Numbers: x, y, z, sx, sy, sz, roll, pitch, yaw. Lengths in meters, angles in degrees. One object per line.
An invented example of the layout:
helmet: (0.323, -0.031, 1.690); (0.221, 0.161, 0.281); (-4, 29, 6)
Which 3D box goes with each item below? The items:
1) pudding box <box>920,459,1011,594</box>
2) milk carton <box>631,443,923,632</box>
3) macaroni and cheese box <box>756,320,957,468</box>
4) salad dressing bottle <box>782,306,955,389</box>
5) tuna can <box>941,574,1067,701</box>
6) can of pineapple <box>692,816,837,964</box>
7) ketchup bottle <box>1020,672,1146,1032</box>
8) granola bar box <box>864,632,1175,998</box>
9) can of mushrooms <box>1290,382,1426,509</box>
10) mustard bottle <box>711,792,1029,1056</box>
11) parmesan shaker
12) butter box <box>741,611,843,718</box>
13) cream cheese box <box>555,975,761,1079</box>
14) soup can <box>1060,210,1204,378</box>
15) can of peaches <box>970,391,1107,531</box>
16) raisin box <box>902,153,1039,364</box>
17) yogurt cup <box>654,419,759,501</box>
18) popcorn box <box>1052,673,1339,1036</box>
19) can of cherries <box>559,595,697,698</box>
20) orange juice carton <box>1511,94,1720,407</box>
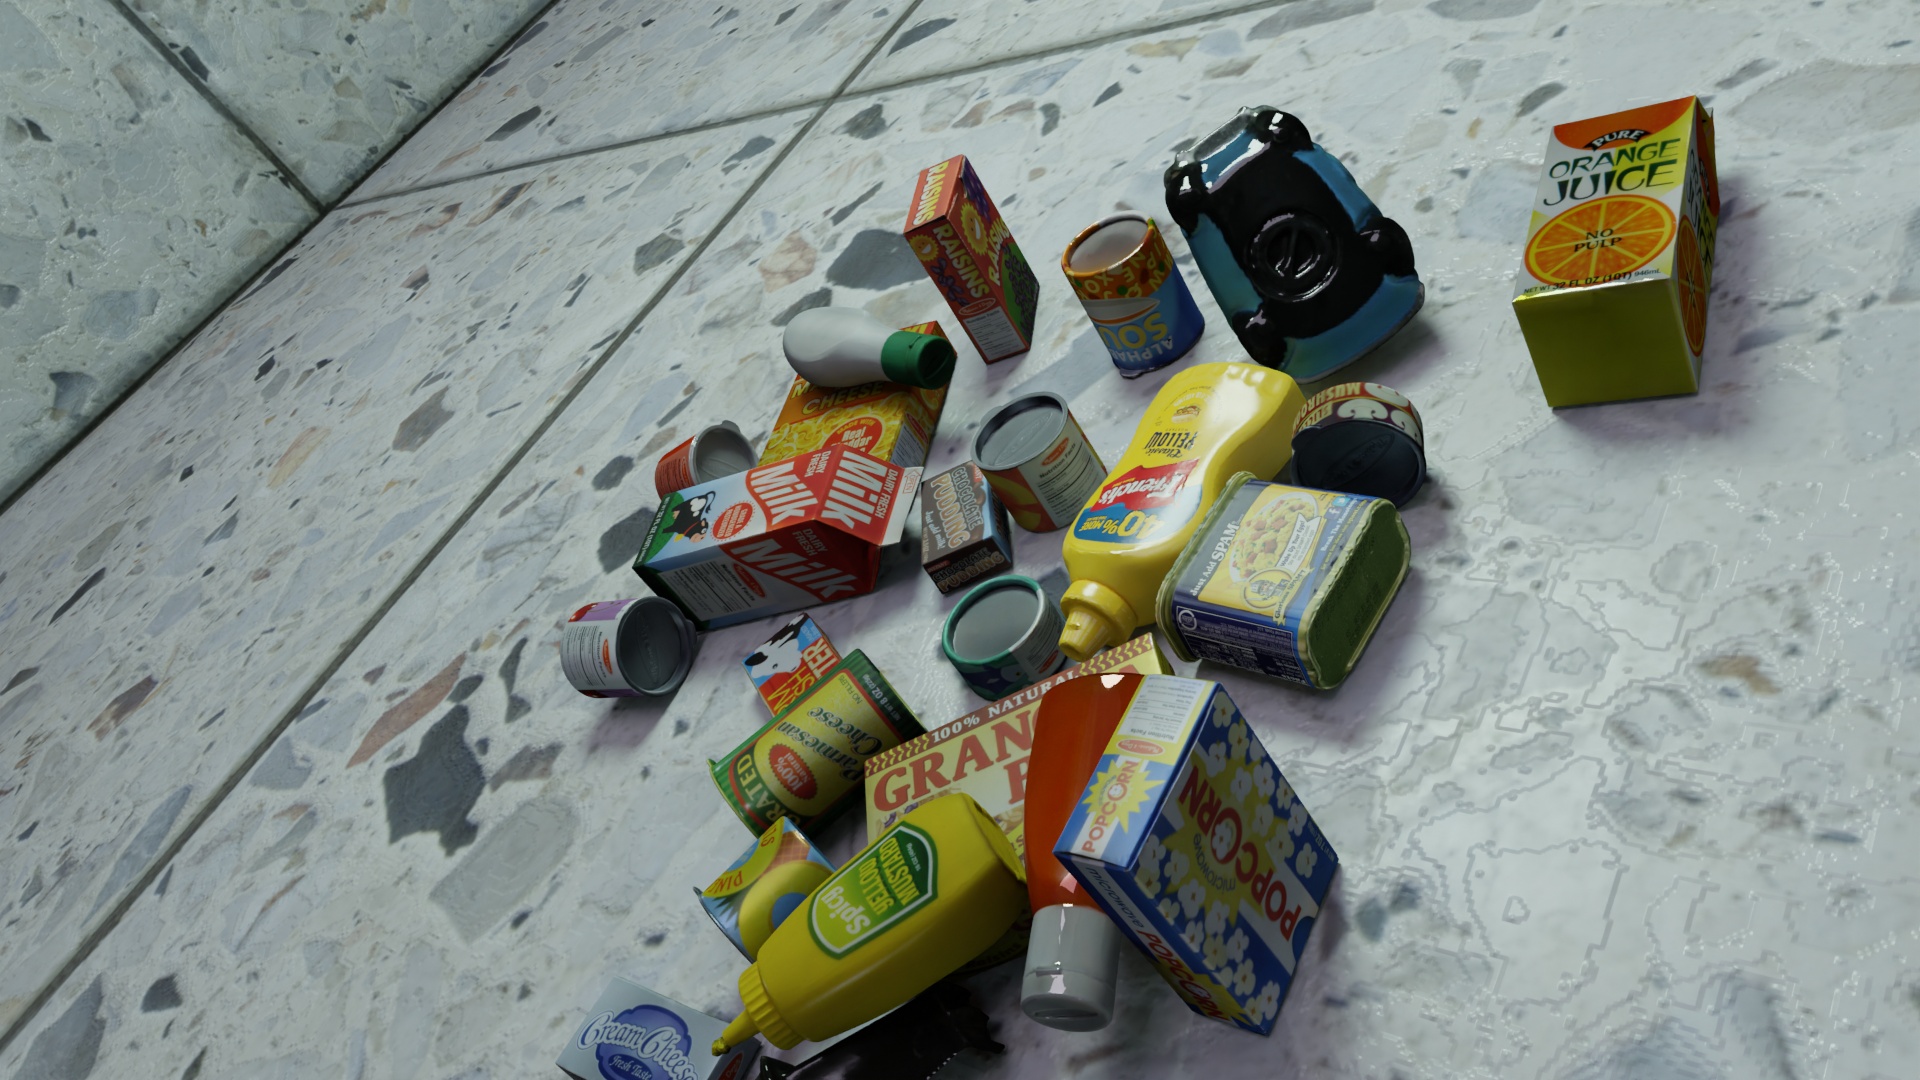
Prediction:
pudding box: (0.003, -0.011, 0.864); (0.049, 0.030, 0.084); (-22, 38, 17)
milk carton: (-0.113, -0.004, 0.913); (0.190, 0.073, 0.073); (-13, 41, 28)
macaroni and cheese box: (-0.078, -0.081, 1.002); (0.123, 0.040, 0.167); (-13, 41, 27)
salad dressing bottle: (-0.066, -0.133, 0.980); (0.148, 0.043, 0.064); (17, 58, 45)
tuna can: (0.023, 0.053, 0.771); (0.071, 0.032, 0.071); (-22, 38, 18)
can of pineapple: (-0.088, 0.178, 0.687); (0.058, 0.070, 0.071); (-43, 36, -12)
ketchup bottle: (0.054, 0.127, 0.585); (0.064, 0.043, 0.149); (-12, 44, 29)
granola bar box: (0.036, 0.130, 0.666); (0.165, 0.039, 0.125); (-26, 38, 14)
can of mushrooms: (0.201, -0.047, 0.709); (0.071, 0.071, 0.034); (-14, 39, 28)
mustard bottle: (-0.046, 0.178, 0.606); (0.160, 0.048, 0.065); (-37, 36, 1)
parmesan shaker: (-0.076, 0.113, 0.751); (0.103, 0.071, 0.071); (-40, 35, -5)
butter box: (-0.091, 0.088, 0.833); (0.053, 0.024, 0.104); (-40, 35, -4)
cream cheese box: (-0.150, 0.256, 0.689); (0.104, 0.024, 0.053); (3, 49, 41)
soup can: (0.110, -0.159, 0.900); (0.071, 0.083, 0.072); (-22, 38, 19)
can of peaches: (0.047, -0.048, 0.847); (0.071, 0.058, 0.071); (-23, 37, 19)
raisin box: (0.010, -0.201, 0.997); (0.040, 0.123, 0.086); (-17, 39, 26)
yogurt cup: (-0.191, -0.048, 1.038); (0.054, 0.072, 0.073); (-17, 39, 38)
popcorn box: (0.097, 0.124, 0.549); (0.038, 0.126, 0.085); (0, 48, 44)
can of cherries: (-0.221, 0.072, 0.925); (0.058, 0.071, 0.072); (-7, 44, 35)
orange juice carton: (0.345, -0.163, 0.721); (0.071, 0.072, 0.194); (-4, 45, 37)
